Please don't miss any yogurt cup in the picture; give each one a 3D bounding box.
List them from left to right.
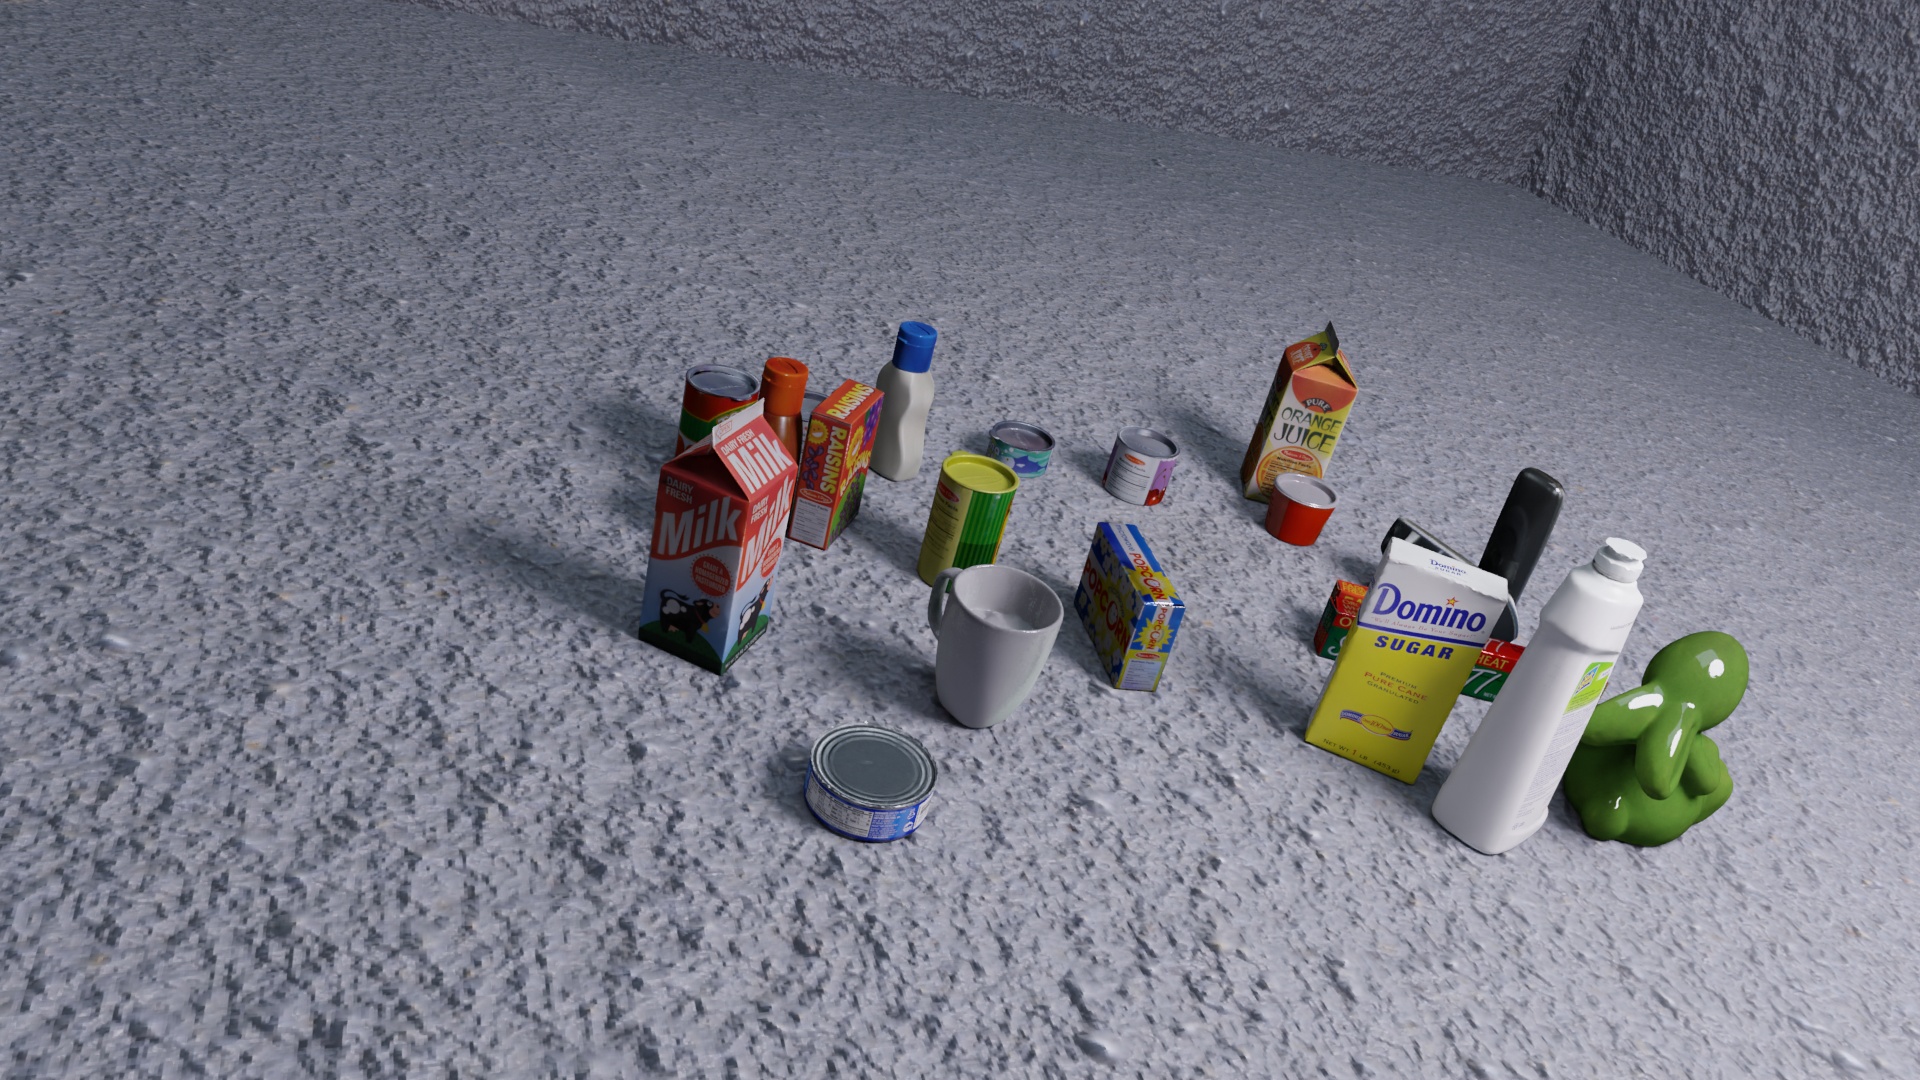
[{"bbox_3d":[0.345,-0.030,1.418,0.072,0.053,0.073,12,29,-6],"label":"yogurt cup"}]

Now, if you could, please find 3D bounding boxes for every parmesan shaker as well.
[{"bbox_3d":[0.004,-0.015,1.179,0.071,0.102,0.071,12,29,-6],"label":"parmesan shaker"}]

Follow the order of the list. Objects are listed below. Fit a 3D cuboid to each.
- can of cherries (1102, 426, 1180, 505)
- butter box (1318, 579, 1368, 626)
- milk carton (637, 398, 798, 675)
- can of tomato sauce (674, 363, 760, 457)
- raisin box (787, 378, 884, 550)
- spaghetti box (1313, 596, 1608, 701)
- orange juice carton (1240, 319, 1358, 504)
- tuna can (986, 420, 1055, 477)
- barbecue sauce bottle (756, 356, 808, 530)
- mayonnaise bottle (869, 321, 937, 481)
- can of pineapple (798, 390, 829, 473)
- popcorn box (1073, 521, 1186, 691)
[{"bbox_3d":[0.185,-0.077,1.419,0.071,0.058,0.072,12,29,-6],"label":"can of cherries"},{"bbox_3d":[0.381,0.075,1.251,0.103,0.052,0.024,17,29,3],"label":"butter box"},{"bbox_3d":[-0.172,-0.008,0.994,0.073,0.189,0.073,22,29,12],"label":"milk carton"},{"bbox_3d":[-0.219,-0.107,1.257,0.071,0.082,0.071,12,29,-6],"label":"can of tomato sauce"},{"bbox_3d":[-0.107,-0.066,1.196,0.040,0.122,0.086,20,29,9],"label":"raisin box"},{"bbox_3d":[0.440,0.106,1.226,0.250,0.050,0.029,15,29,0],"label":"spaghetti box"},{"bbox_3d":[0.361,-0.133,1.462,0.073,0.191,0.072,15,29,-1],"label":"orange juice carton"},{"bbox_3d":[0.059,-0.093,1.415,0.071,0.032,0.071,12,29,-6],"label":"tuna can"},{"bbox_3d":[-0.159,-0.081,1.171,0.044,0.147,0.065,-9,36,-37],"label":"barbecue sauce bottle"},{"bbox_3d":[-0.054,-0.133,1.312,0.041,0.147,0.065,-15,40,-42],"label":"mayonnaise bottle"},{"bbox_3d":[-0.146,-0.103,1.310,0.071,0.057,0.071,12,29,-6],"label":"can of pineapple"},{"bbox_3d":[0.136,0.052,1.143,0.038,0.084,0.127,5,30,-17],"label":"popcorn box"}]
